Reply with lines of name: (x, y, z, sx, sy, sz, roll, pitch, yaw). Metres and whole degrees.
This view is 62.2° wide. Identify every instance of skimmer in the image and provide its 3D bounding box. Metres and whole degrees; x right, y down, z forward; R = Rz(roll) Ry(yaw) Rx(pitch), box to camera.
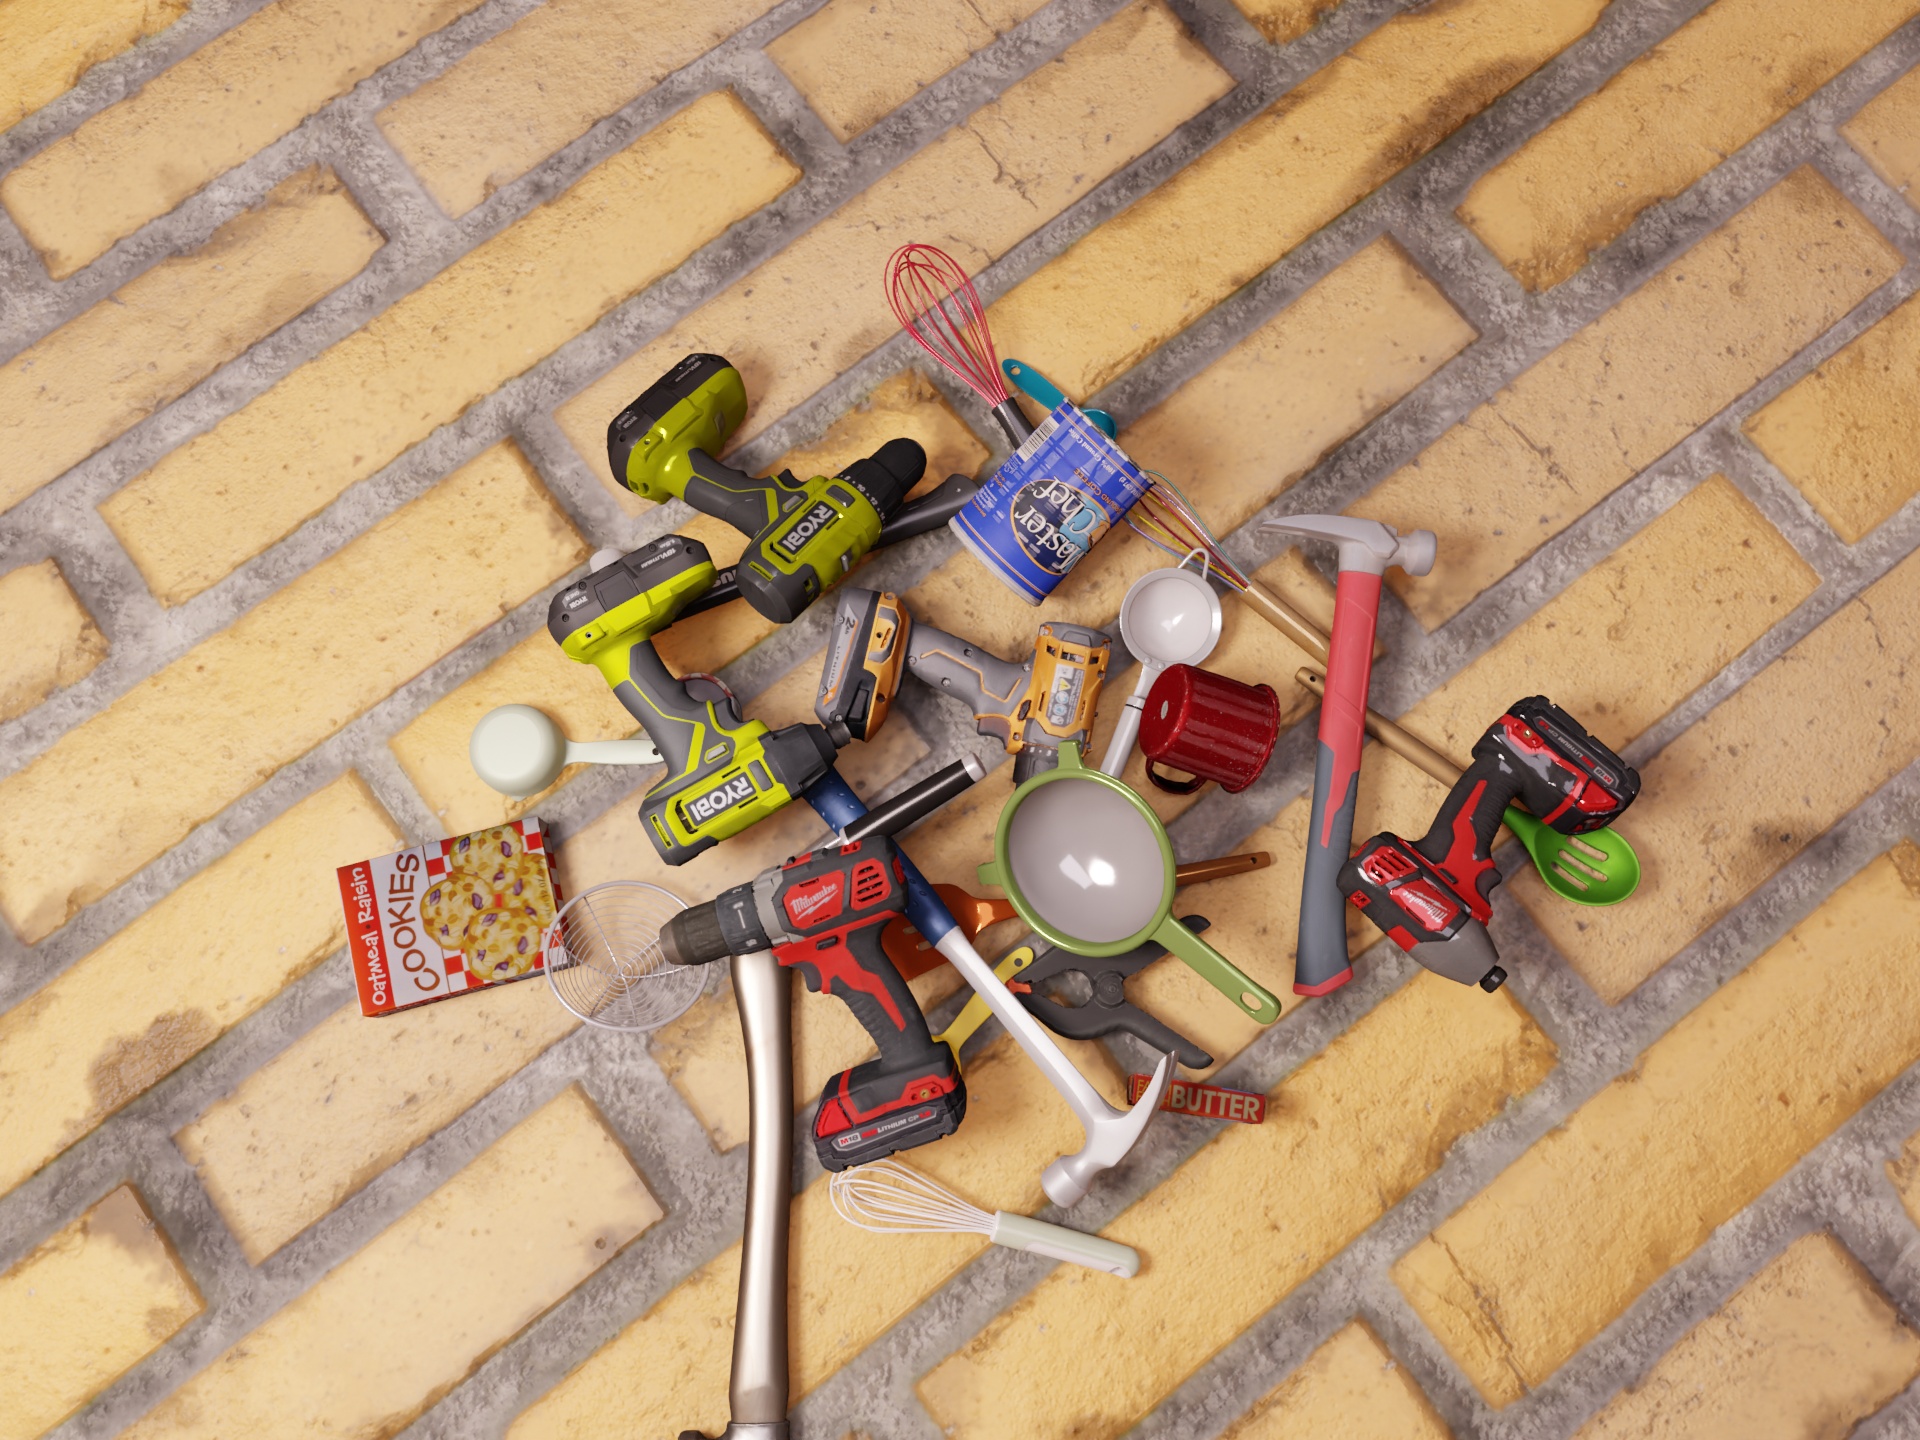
skimmer: (-0.148, 0.118, 1.223, 0.363, 0.090, 0.127, -31, 67, 9)

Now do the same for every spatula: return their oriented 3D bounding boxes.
spatula: (0.092, 0.143, 1.284, 0.322, 0.041, 0.081, -10, 76, -5)

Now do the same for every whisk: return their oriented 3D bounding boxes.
whisk: (0.026, -0.288, 1.368, 0.073, 0.073, 0.296, -32, 85, -6)
whisk: (0.019, 0.386, 1.218, 0.246, 0.057, 0.059, 15, 48, 1)
whisk: (0.225, -0.127, 1.335, 0.245, 0.047, 0.051, 40, 93, 5)

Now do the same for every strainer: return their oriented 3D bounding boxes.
strainer: (0.146, 0.133, 1.213, 0.256, 0.069, 0.151, 39, 120, 14)
strainer: (0.147, -0.021, 1.311, 0.087, 0.050, 0.258, 23, 84, -7)

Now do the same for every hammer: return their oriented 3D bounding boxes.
hammer: (0.289, 0.026, 1.278, 0.143, 0.038, 0.386, 8, 83, 2)
hammer: (0.001, 0.172, 1.236, 0.144, 0.035, 0.406, -47, 70, 15)
hammer: (-0.139, 0.368, 1.229, 0.146, 0.038, 0.411, 0, 77, 0)
hammer: (-0.134, -0.131, 1.333, 0.335, 0.035, 0.146, -20, 60, -7)

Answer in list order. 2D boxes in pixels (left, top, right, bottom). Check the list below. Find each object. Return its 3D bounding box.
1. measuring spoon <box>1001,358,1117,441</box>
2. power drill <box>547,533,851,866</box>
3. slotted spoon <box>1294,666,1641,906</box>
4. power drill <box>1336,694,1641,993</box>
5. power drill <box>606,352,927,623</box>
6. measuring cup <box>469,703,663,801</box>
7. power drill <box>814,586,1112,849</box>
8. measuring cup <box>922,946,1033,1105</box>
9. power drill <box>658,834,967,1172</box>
measuring spoon: (0.084, -0.273, 1.385, 0.042, 0.021, 0.129, -45, 71, -8)
power drill: (-0.203, -0.023, 1.229, 0.171, 0.080, 0.223, -30, 88, -7)
slotted spoon: (0.407, 0.048, 1.297, 0.314, 0.031, 0.070, 35, 80, 10)
power drill: (0.410, 0.098, 1.222, 0.220, 0.078, 0.143, -42, 75, -15)
power drill: (-0.159, -0.205, 1.315, 0.229, 0.080, 0.190, 36, 70, 20)
measuring cup: (-0.322, 0.023, 1.310, 0.167, 0.038, 0.083, 0, 77, 3)
power drill: (-0.002, -0.004, 1.291, 0.226, 0.084, 0.185, 13, 85, -1)
measuring cup: (0.005, 0.239, 1.258, 0.062, 0.029, 0.156, 40, 80, 9)
power drill: (-0.105, 0.213, 1.182, 0.188, 0.080, 0.226, -19, 96, 3)
